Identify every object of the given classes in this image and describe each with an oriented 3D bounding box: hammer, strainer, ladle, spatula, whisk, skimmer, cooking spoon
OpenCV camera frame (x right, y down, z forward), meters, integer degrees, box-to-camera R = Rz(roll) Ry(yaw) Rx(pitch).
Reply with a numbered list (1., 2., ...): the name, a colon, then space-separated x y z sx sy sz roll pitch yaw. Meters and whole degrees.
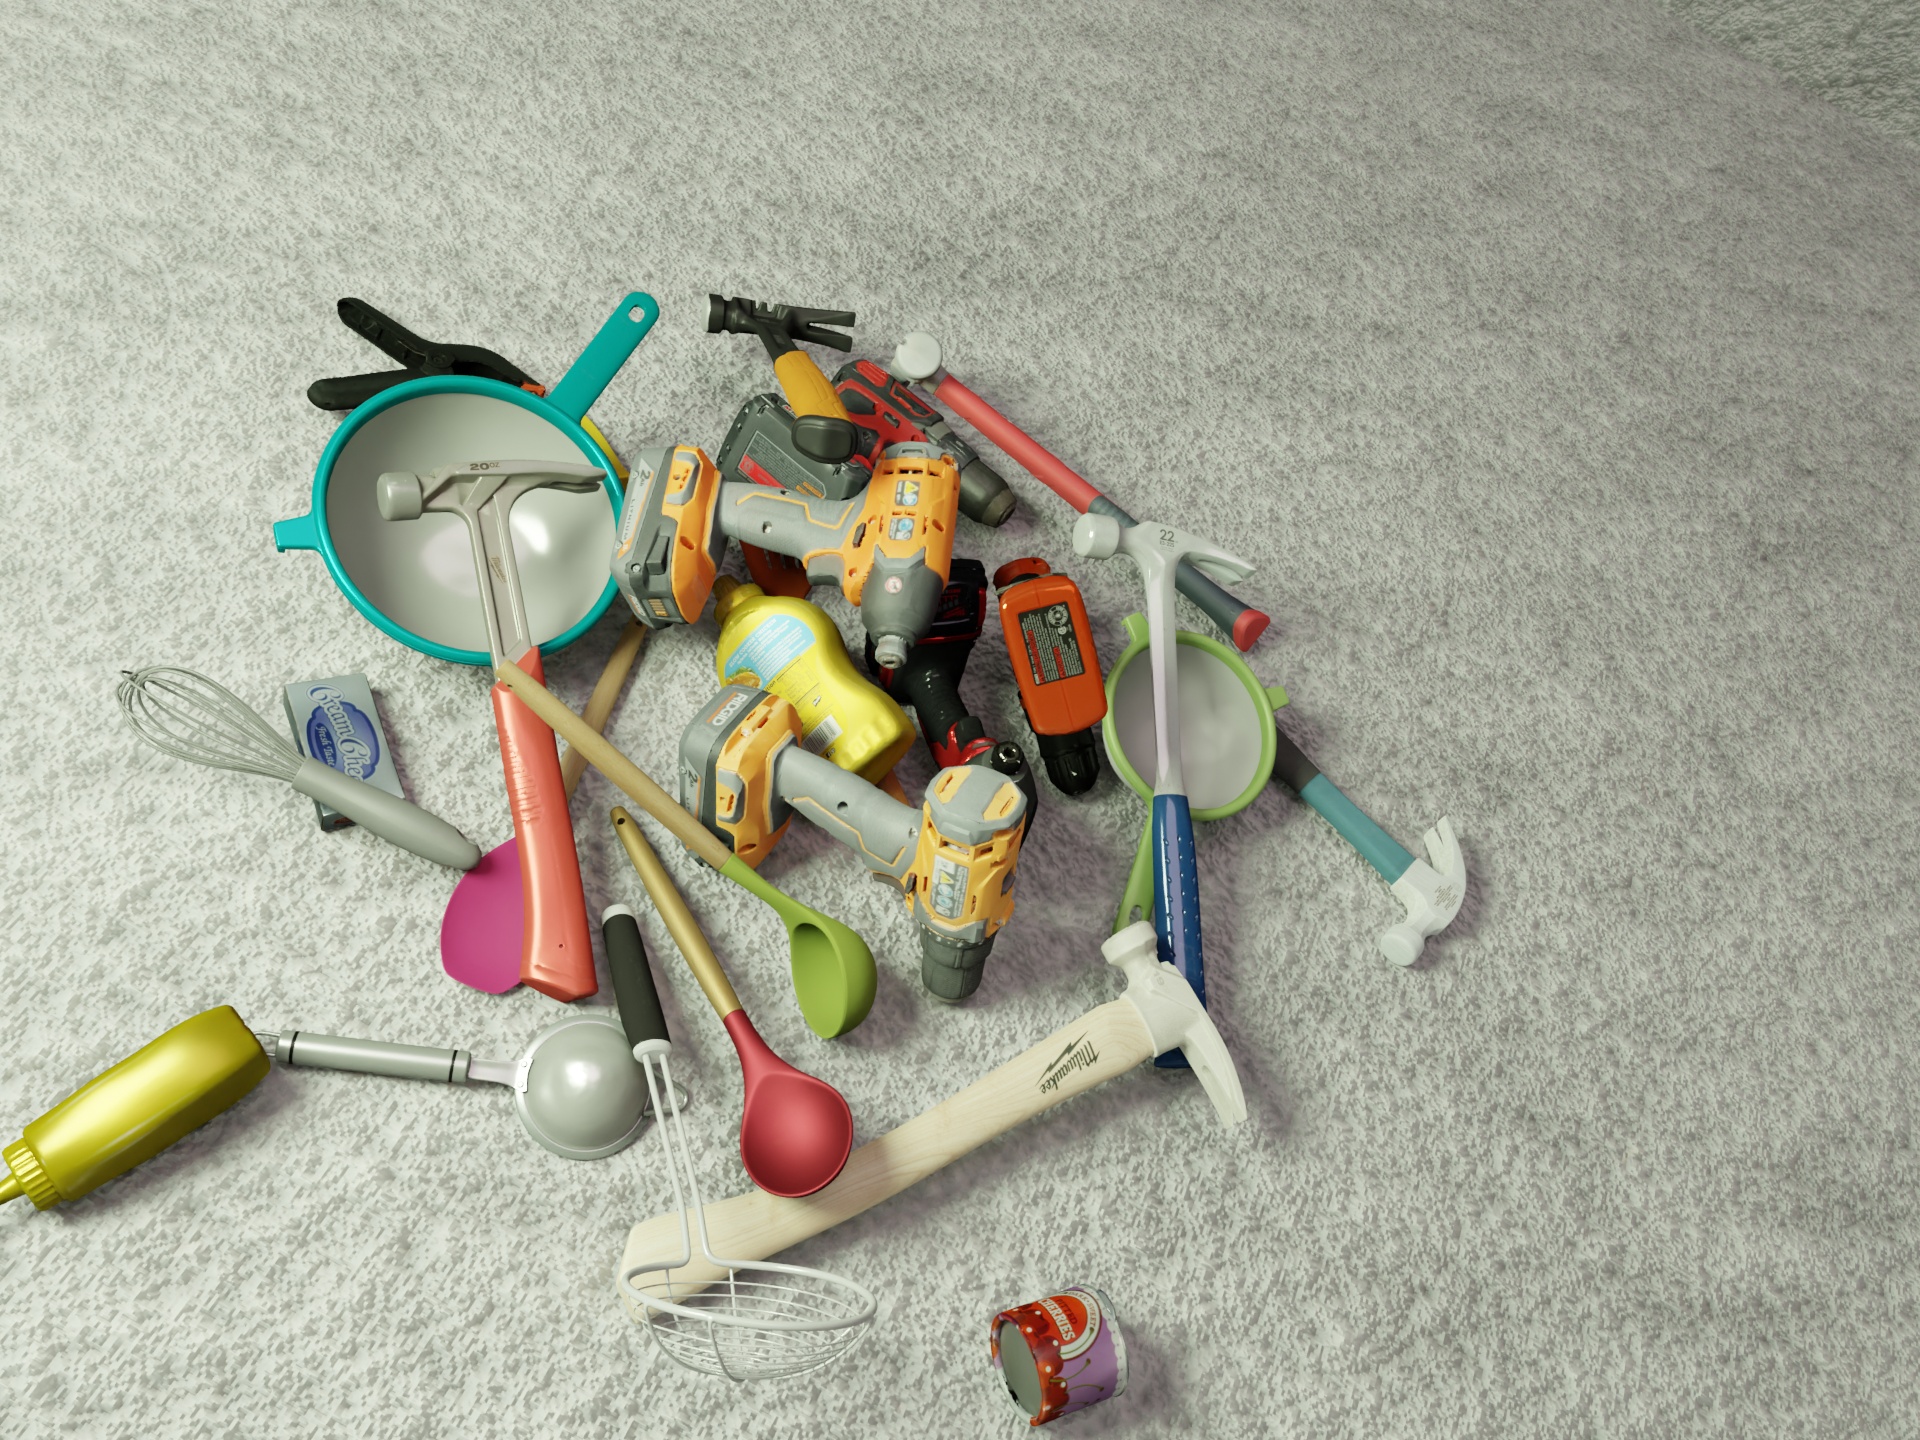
1. hammer: -0.272 0.001 1.028 0.149 0.036 0.359 -7 76 -29
2. strainer: -0.319 -0.175 1.142 0.211 0.095 0.340 35 59 -13
3. hammer: -0.012 0.267 0.982 0.410 0.038 0.146 -22 71 -25
4. ladle: -0.154 0.166 0.994 0.069 0.031 0.316 -31 56 -9
5. spatula: -0.089 -0.035 1.186 0.081 0.041 0.323 -6 59 -41
6. whisk: -0.404 0.032 0.978 0.239 0.055 0.055 30 50 -13
7. skimmer: -0.149 0.210 0.887 0.127 0.090 0.364 11 31 -31
8. hammer: 0.270 0.041 1.279 0.331 0.033 0.128 45 54 13
9. strainer: -0.288 0.207 0.941 0.258 0.050 0.087 9 67 -11
10. hammer: 0.158 0.046 1.158 0.144 0.035 0.406 6 71 -21
11. cooking spoon: -0.268 0.043 1.076 0.068 0.017 0.319 25 51 -12
12. hammer: 0.101 -0.190 1.353 0.386 0.143 0.038 38 92 -5
13. strainer: 0.148 0.056 1.211 0.151 0.069 0.256 26 67 -14
14. ladle: -0.176 0.081 1.007 0.320 0.078 0.062 42 56 -7
15. hammer: -0.114 -0.256 1.177 0.127 0.034 0.337 4 27 -17

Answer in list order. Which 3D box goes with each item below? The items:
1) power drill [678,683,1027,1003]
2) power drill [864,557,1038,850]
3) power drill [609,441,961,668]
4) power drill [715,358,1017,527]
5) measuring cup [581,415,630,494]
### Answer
1. power drill: -0.070 0.087 1.049 0.226 0.185 0.084 20 41 16
2. power drill: -0.002 -0.004 1.135 0.078 0.143 0.220 -7 57 -17
3. power drill: -0.118 -0.113 1.096 0.226 0.084 0.164 2 63 8
4. power drill: -0.066 -0.201 1.265 0.188 0.080 0.227 40 32 8
5. measuring cup: -0.277 -0.192 1.242 0.062 0.029 0.157 -18 53 -31
